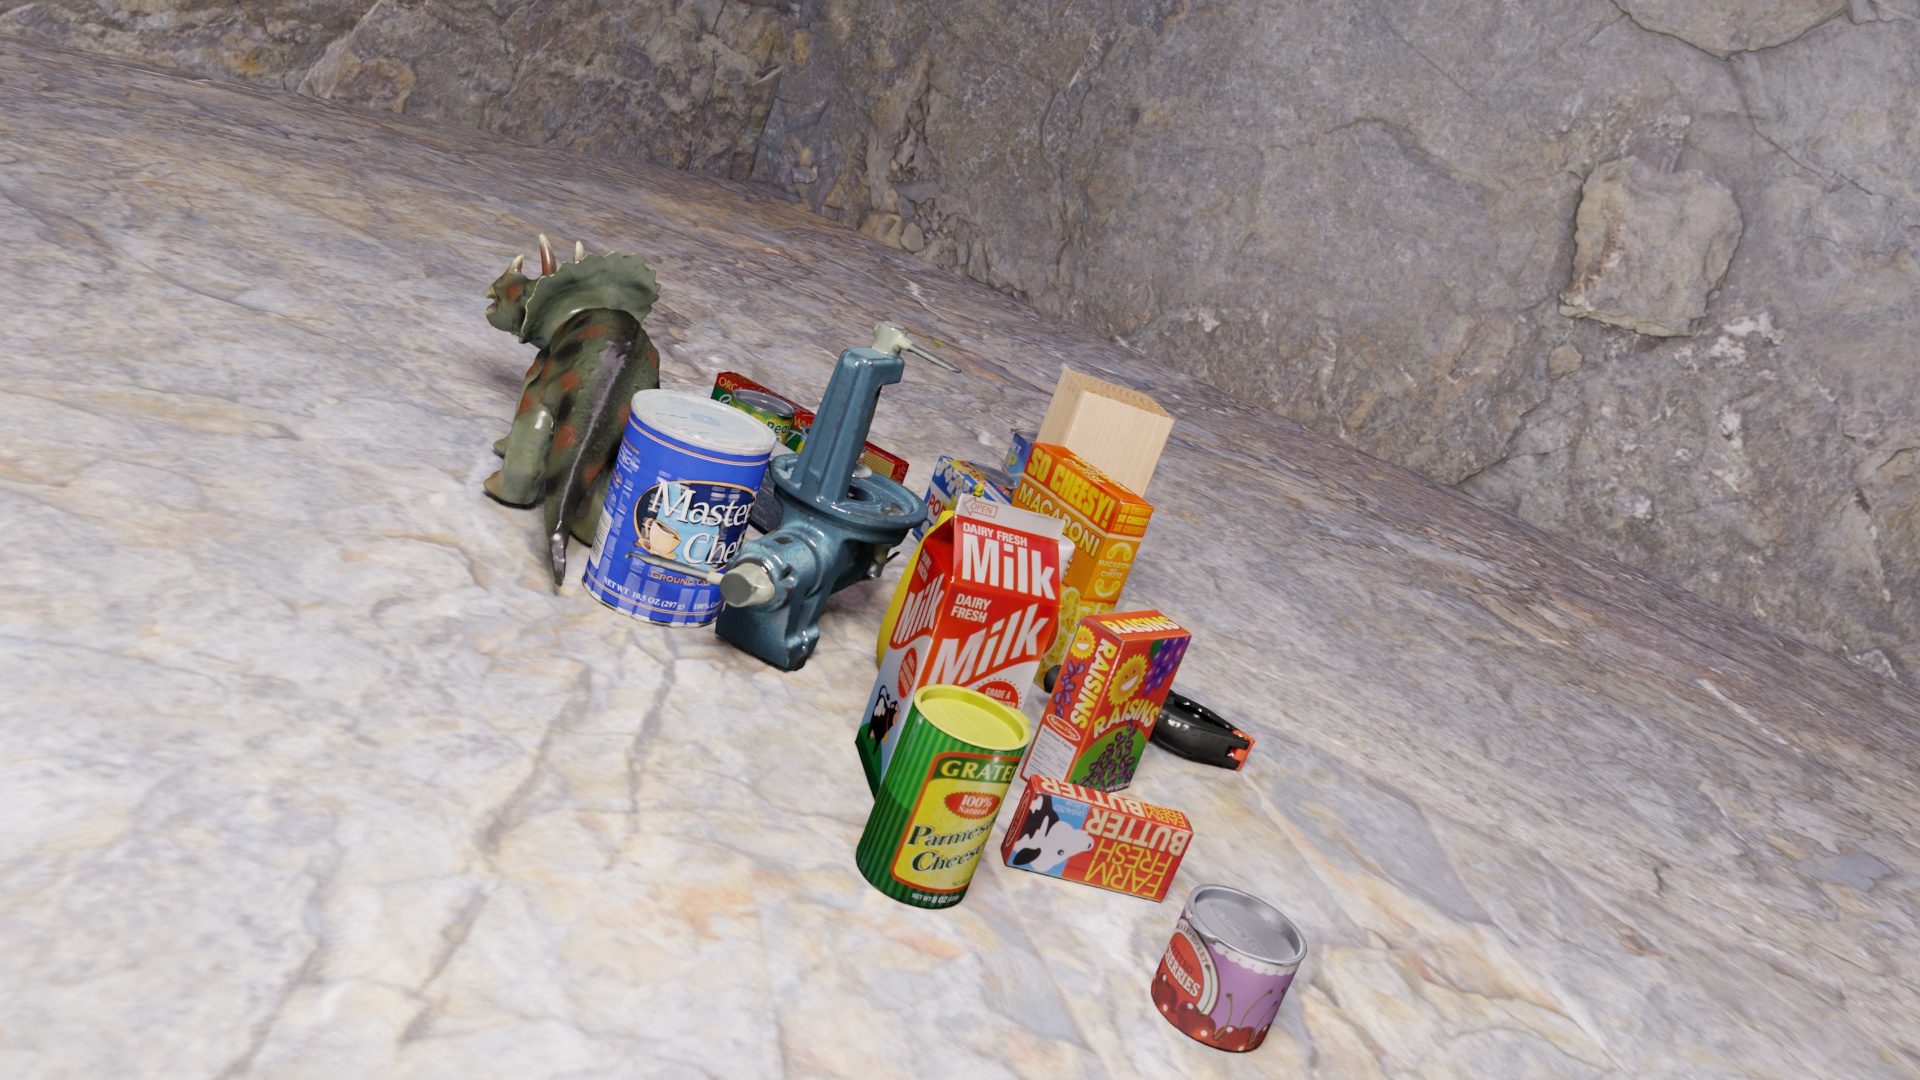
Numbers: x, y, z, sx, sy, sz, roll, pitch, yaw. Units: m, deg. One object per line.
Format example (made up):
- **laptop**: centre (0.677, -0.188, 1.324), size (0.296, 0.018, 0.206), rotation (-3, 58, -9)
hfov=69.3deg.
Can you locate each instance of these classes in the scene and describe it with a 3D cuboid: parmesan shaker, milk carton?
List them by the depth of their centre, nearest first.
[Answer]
- **parmesan shaker**: centre (-0.008, 0.139, 0.757), size (0.071, 0.102, 0.071), rotation (18, 16, -6)
- **milk carton**: centre (0.002, 0.066, 0.846), size (0.072, 0.190, 0.074), rotation (14, 17, -20)

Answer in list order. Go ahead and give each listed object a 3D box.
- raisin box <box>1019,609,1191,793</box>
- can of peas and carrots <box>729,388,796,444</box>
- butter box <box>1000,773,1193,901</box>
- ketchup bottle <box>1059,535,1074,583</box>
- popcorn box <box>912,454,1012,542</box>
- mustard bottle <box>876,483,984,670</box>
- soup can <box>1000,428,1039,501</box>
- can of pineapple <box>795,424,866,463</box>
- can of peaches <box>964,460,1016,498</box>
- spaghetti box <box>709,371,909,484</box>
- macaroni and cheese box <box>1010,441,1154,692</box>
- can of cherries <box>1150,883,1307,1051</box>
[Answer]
- **raisin box**: centre (0.098, 0.110, 0.935), size (0.040, 0.123, 0.086), rotation (33, 21, 37)
- **can of peas and carrots**: centre (-0.204, -0.113, 1.398), size (0.071, 0.058, 0.071), rotation (18, 17, -6)
- **butter box**: centre (0.081, 0.177, 0.826), size (0.103, 0.053, 0.024), rotation (16, 17, -13)
- **ketchup bottle**: centre (0.036, 0.064, 0.965), size (0.043, 0.148, 0.065), rotation (19, 16, -2)
- **popcorn box**: centre (0.005, -0.016, 1.288), size (0.038, 0.085, 0.127), rotation (11, 19, -27)
- **mustard bottle**: centre (-0.010, 0.031, 0.994), size (0.065, 0.159, 0.049), rotation (8, 20, -35)
- **soup can**: centre (0.076, -0.075, 1.557), size (0.071, 0.083, 0.071), rotation (18, 16, -6)
- **can of pineapple**: centre (-0.133, -0.074, 1.359), size (0.071, 0.057, 0.071), rotation (18, 17, -6)
- **can of peaches**: centre (0.019, -0.043, 1.435), size (0.071, 0.058, 0.071), rotation (18, 17, -6)
- **spaghetti box**: centre (-0.163, -0.108, 1.443), size (0.250, 0.050, 0.029), rotation (28, 18, 26)
- **macaroni and cheese box**: centre (0.078, 0.020, 1.117), size (0.040, 0.166, 0.124), rotation (8, 20, -37)
- **can of cherries**: centre (0.139, 0.225, 0.734), size (0.071, 0.058, 0.072), rotation (18, 17, -6)
